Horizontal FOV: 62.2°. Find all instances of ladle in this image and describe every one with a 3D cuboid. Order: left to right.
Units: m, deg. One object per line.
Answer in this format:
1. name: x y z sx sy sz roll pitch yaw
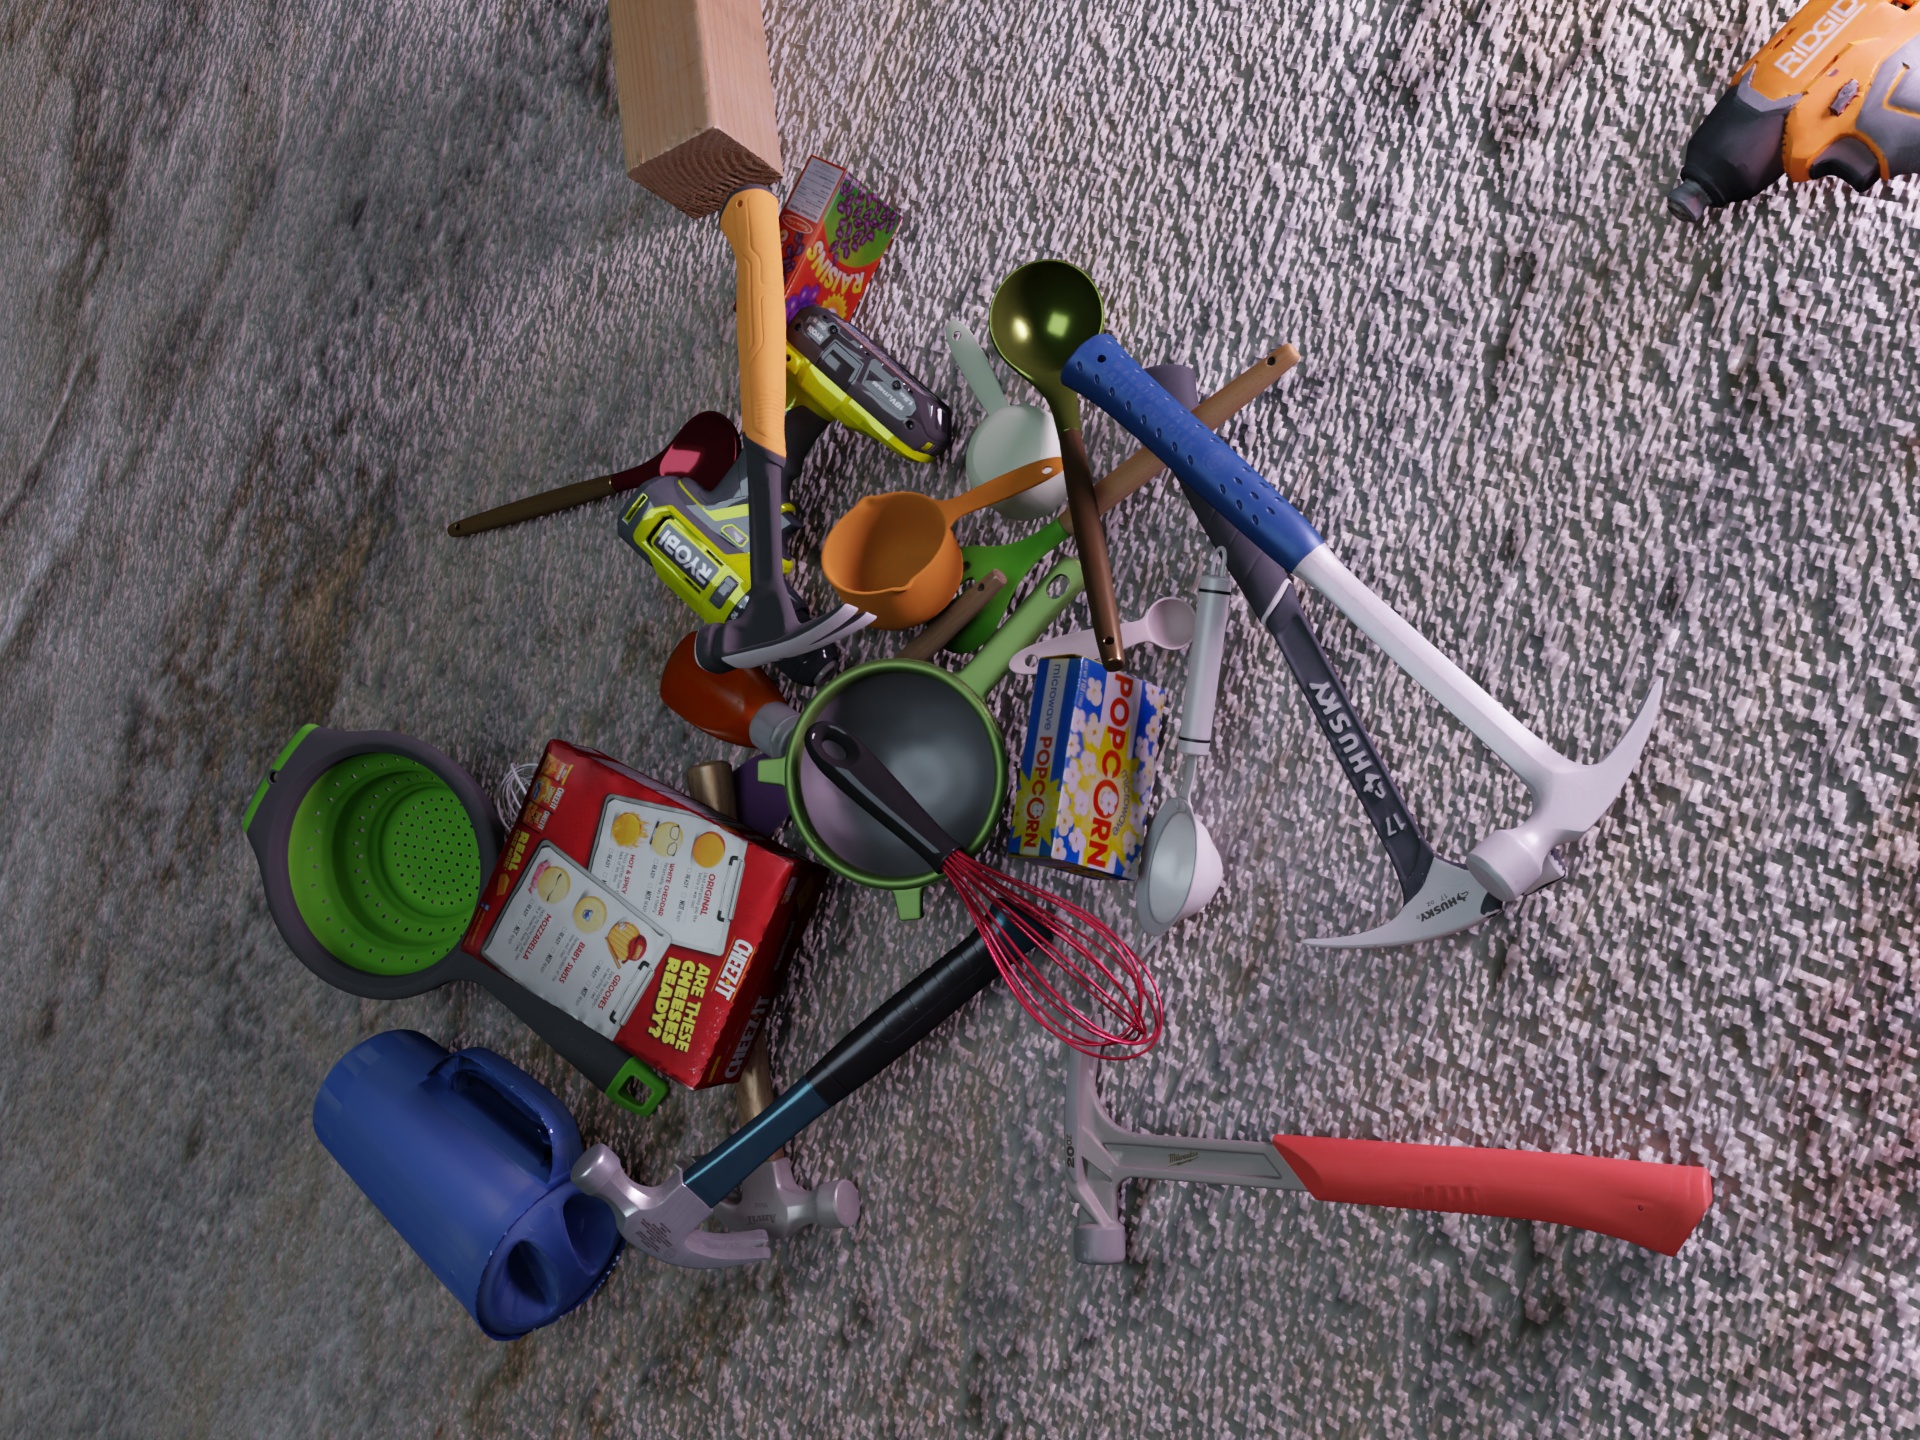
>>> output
1. ladle: -0.294 -0.182 1.265 0.315 0.031 0.069 -10 81 29
2. ladle: 0.070 -0.166 0.991 0.078 0.062 0.320 -12 54 8

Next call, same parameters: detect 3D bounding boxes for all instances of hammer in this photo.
1. hammer: -0.156 0.192 1.114 0.130 0.031 0.331 -16 77 26
2. hammer: -0.125 -0.204 1.052 0.127 0.034 0.337 -13 73 30
3. hammer: -0.081 0.227 1.018 0.331 0.033 0.128 -39 108 -1
4. hammer: 0.198 -0.052 0.968 0.149 0.036 0.409 -33 67 21
5. hammer: 0.212 -0.089 0.912 0.144 0.035 0.406 -41 70 -6
6. hammer: 0.226 0.246 0.901 0.359 0.036 0.149 -4 80 29

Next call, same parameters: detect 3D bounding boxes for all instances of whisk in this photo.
1. whisk: -0.280 0.130 1.195 0.058 0.059 0.246 -32 69 -9
2. whisk: 0.008 0.098 0.978 0.296 0.073 0.073 42 102 19

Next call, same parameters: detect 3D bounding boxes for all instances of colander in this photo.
1. colander: -0.365 0.157 1.222 0.397 0.094 0.204 38 101 10

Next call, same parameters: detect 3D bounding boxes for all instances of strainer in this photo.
1. strainer: -0.002 -0.003 1.051 0.151 0.069 0.256 42 95 13
2. strainer: 0.142 0.024 0.962 0.050 0.087 0.258 5 96 -14

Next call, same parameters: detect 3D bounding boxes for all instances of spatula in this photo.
1. spatula: -0.081 -0.002 1.101 0.316 0.018 0.060 -41 64 27

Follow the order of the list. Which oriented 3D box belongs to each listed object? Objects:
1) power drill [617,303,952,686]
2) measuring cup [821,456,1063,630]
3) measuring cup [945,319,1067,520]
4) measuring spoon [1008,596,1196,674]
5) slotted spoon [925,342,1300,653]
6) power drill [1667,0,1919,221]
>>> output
1. power drill: -0.112 -0.155 1.124 0.190 0.080 0.228 43 104 11
2. measuring cup: -0.004 -0.119 1.047 0.173 0.052 0.095 -25 50 1
3. measuring cup: 0.021 -0.214 1.089 0.083 0.038 0.168 -34 69 20
4. measuring spoon: 0.090 -0.049 1.008 0.124 0.018 0.034 -15 82 -4
5. slotted spoon: 0.086 -0.142 1.022 0.313 0.031 0.070 -35 66 27
6. power drill: 0.493 -0.280 0.820 0.164 0.084 0.227 -46 60 16
